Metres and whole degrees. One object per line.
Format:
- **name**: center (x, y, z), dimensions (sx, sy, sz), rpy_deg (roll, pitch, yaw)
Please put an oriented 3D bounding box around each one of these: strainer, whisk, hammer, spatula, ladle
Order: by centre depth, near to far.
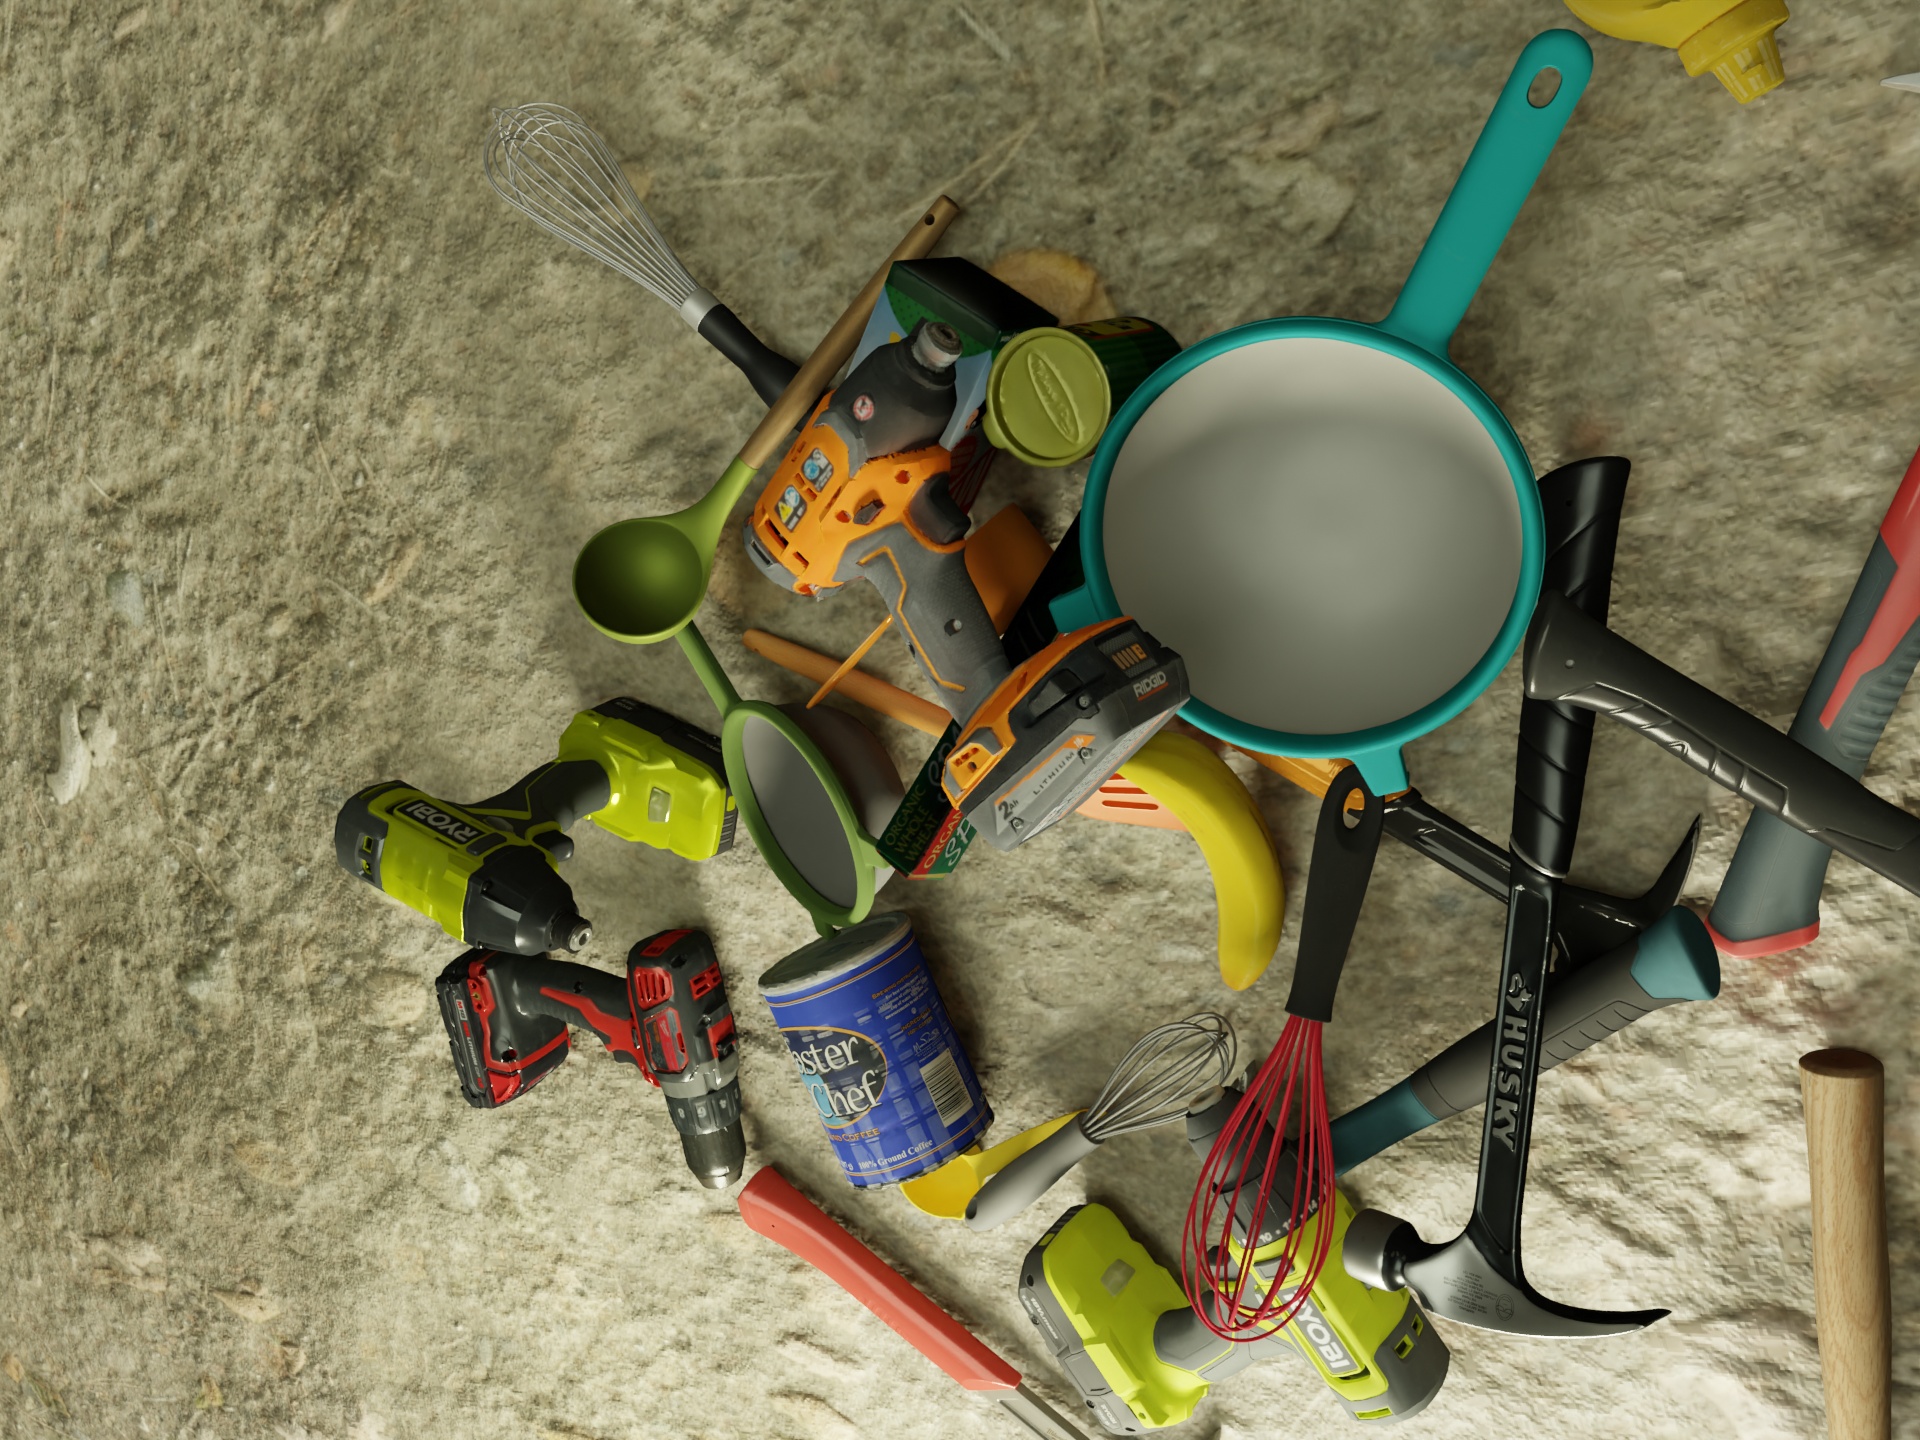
- **hammer**: center (0.386, 0.041, 0.671), dimensions (0.335, 0.035, 0.146), rpy_deg (31, 118, 0)
- **hammer**: center (0.391, -0.071, 0.680), dimensions (0.143, 0.038, 0.386), rpy_deg (24, 117, 23)
- **strainer**: center (0.192, -0.146, 0.732), dimensions (0.211, 0.095, 0.340), rpy_deg (28, 120, 9)
- **hammer**: center (0.269, 0.083, 0.734), dimensions (0.149, 0.036, 0.409), rpy_deg (9, 94, 45)
- **hammer**: center (0.440, 0.318, 0.787), dimensions (0.130, 0.031, 0.331), rpy_deg (-3, 105, 31)
- **whisk**: center (0.168, 0.166, 0.793), dimensions (0.073, 0.073, 0.296), rpy_deg (13, 90, 26)
- **hammer**: center (0.254, 0.190, 0.824), dimensions (0.128, 0.033, 0.331), rpy_deg (49, 133, 8)
- **hammer**: center (0.201, 0.024, 0.825), dimensions (0.337, 0.034, 0.127), rpy_deg (32, 120, 18)
- **ladle**: center (-0.110, -0.166, 0.894), dimensions (0.078, 0.062, 0.320), rpy_deg (48, 113, 12)
- **spatula**: center (-0.001, -0.003, 0.932), dimensions (0.323, 0.041, 0.080), rpy_deg (24, 152, 30)
- **whisk**: center (-0.176, -0.264, 0.937), dimensions (0.284, 0.070, 0.070), rpy_deg (43, 123, 6)
- **whisk**: center (0.079, 0.249, 0.956), dimensions (0.055, 0.055, 0.239), rpy_deg (49, 121, 7)
- **strainer**: center (-0.106, 0.002, 0.980), dimensions (0.256, 0.069, 0.151), rpy_deg (57, 151, 13)
- **hammer**: center (-0.002, 0.420, 1.079), dimensions (0.359, 0.037, 0.149), rpy_deg (35, 121, 16)

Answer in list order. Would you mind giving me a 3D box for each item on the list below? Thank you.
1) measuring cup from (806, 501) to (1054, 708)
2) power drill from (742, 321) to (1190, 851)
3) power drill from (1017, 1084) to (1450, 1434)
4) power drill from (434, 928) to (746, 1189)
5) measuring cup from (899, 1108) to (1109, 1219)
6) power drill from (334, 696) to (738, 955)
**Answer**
- **measuring cup**: center (-0.015, -0.046, 0.887), dimensions (0.052, 0.095, 0.173), rpy_deg (47, 114, -1)
- **power drill**: center (0.002, -0.069, 0.761), dimensions (0.226, 0.084, 0.164), rpy_deg (51, 132, 12)
- **power drill**: center (0.139, 0.315, 0.910), dimensions (0.228, 0.080, 0.190), rpy_deg (-37, 86, 44)
- **power drill**: center (-0.255, 0.241, 1.145), dimensions (0.227, 0.080, 0.188), rpy_deg (-3, 105, 28)
- **measuring cup**: center (0.030, 0.273, 1.022), dimensions (0.156, 0.029, 0.062), rpy_deg (-27, 99, 22)
- **power drill**: center (-0.242, 0.068, 0.986), dimensions (0.171, 0.223, 0.080), rpy_deg (23, 117, 22)
